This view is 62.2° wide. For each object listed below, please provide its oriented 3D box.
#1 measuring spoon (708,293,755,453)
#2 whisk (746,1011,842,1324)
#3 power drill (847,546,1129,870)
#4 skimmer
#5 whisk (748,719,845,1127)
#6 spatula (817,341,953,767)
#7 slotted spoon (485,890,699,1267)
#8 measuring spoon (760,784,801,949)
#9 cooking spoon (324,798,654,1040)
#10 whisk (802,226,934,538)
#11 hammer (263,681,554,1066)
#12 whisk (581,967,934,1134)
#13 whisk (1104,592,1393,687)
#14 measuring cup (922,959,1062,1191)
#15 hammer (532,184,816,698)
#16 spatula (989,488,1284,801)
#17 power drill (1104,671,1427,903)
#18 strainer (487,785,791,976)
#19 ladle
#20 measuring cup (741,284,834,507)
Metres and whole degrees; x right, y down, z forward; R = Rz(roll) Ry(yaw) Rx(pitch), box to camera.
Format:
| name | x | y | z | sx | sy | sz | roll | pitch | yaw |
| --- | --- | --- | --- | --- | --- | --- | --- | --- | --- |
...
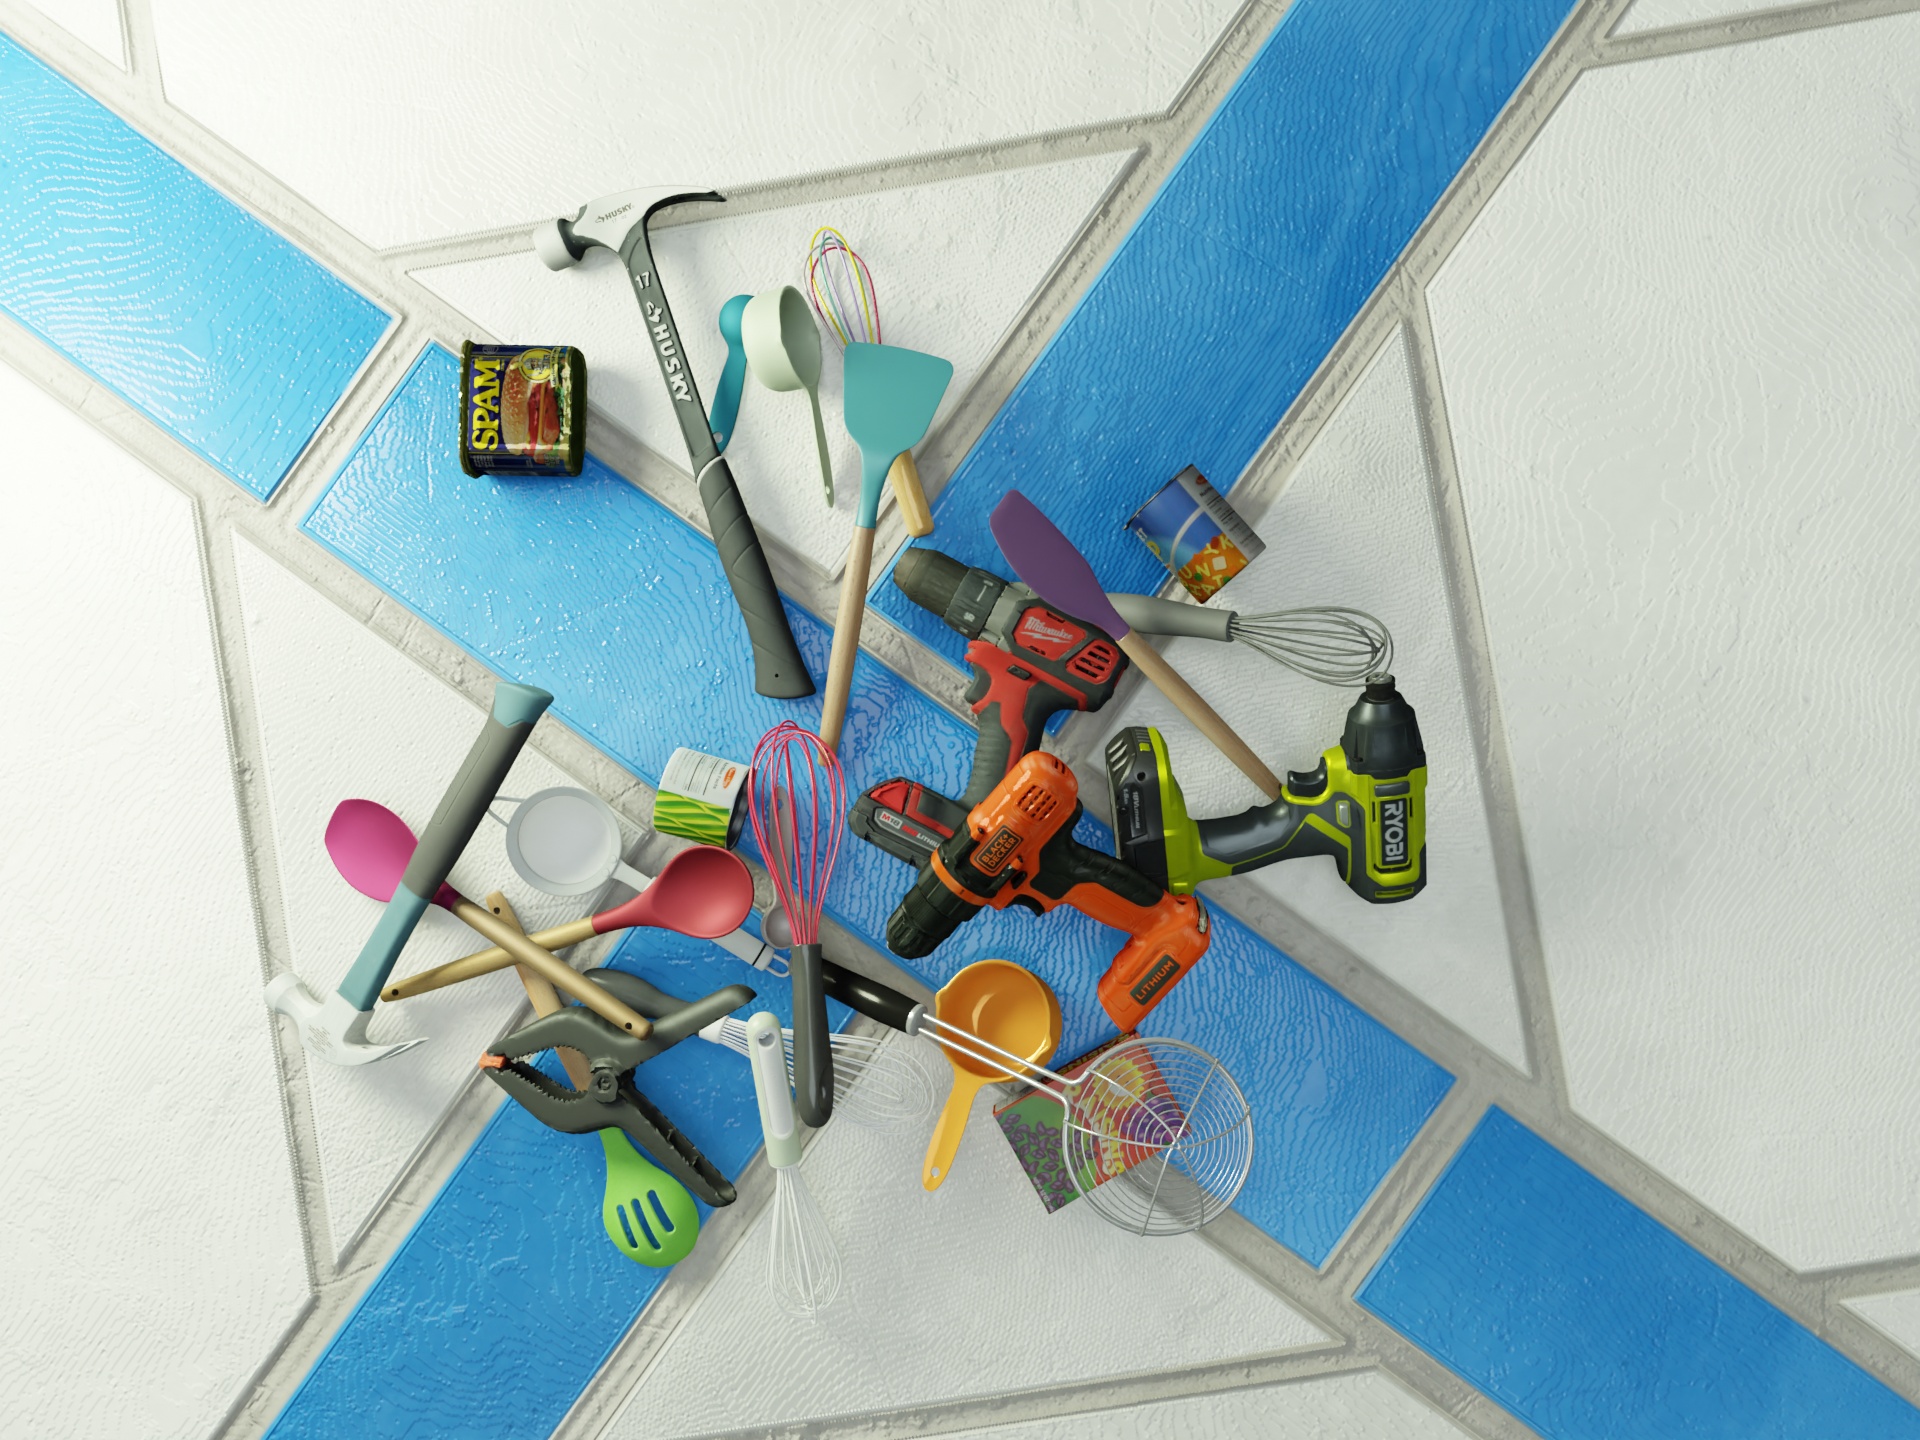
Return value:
| name | x | y | z | sx | sy | sz | roll | pitch | yaw |
| --- | --- | --- | --- | --- | --- | --- | --- | --- | --- |
| measuring spoon | -0.176 | -0.266 | 1.219 | 0.042 | 0.021 | 0.128 | 13 | 88 | 3 |
| whisk | -0.126 | 0.327 | 1.156 | 0.058 | 0.059 | 0.246 | -12 | 104 | -17 |
| power drill | -0.002 | -0.004 | 1.179 | 0.188 | 0.080 | 0.227 | 29 | 86 | 2 |
| skimmer | 0.030 | 0.240 | 1.119 | 0.363 | 0.090 | 0.127 | 18 | 78 | 36 |
| whisk | -0.113 | 0.144 | 1.155 | 0.073 | 0.073 | 0.296 | -5 | 78 | 2 |
| spatula | -0.073 | -0.120 | 1.191 | 0.082 | 0.044 | 0.317 | 10 | 101 | -2 |
| slotted spoon | -0.287 | 0.271 | 1.204 | 0.070 | 0.031 | 0.314 | -28 | 86 | 4 |
| measuring spoon | -0.140 | 0.111 | 1.208 | 0.018 | 0.034 | 0.124 | -10 | 79 | 46 |
| cooking spoon | -0.353 | 0.149 | 1.178 | 0.319 | 0.017 | 0.069 | 29 | 98 | 19 |
| whisk | -0.068 | -0.256 | 1.210 | 0.047 | 0.051 | 0.245 | -18 | 92 | 22 |
| hammer | -0.393 | 0.111 | 1.166 | 0.128 | 0.033 | 0.331 | 35 | 100 | 19 |
| whisk | -0.154 | 0.238 | 1.188 | 0.284 | 0.070 | 0.070 | 19 | 89 | 7 |
| whisk | 0.194 | -0.065 | 1.145 | 0.239 | 0.055 | 0.055 | 12 | 88 | 33 |
| measuring cup | 0.016 | 0.262 | 1.167 | 0.095 | 0.052 | 0.173 | 20 | 85 | 24 |
| hammer | -0.190 | -0.208 | 1.204 | 0.149 | 0.036 | 0.409 | -20 | 90 | 13 |
| spatula | 0.134 | -0.044 | 1.156 | 0.315 | 0.018 | 0.060 | 44 | 54 | -15 |
| power drill | 0.221 | 0.056 | 1.146 | 0.223 | 0.080 | 0.171 | -7 | 113 | 2 |
| strainer | -0.239 | 0.124 | 1.200 | 0.258 | 0.050 | 0.087 | 32 | 100 | -3 |
| ladle | -0.293 | 0.161 | 1.182 | 0.315 | 0.031 | 0.069 | -19 | 87 | 11 |
| measuring cup | -0.128 | -0.241 | 1.202 | 0.038 | 0.083 | 0.167 | -6 | 105 | 17 |
